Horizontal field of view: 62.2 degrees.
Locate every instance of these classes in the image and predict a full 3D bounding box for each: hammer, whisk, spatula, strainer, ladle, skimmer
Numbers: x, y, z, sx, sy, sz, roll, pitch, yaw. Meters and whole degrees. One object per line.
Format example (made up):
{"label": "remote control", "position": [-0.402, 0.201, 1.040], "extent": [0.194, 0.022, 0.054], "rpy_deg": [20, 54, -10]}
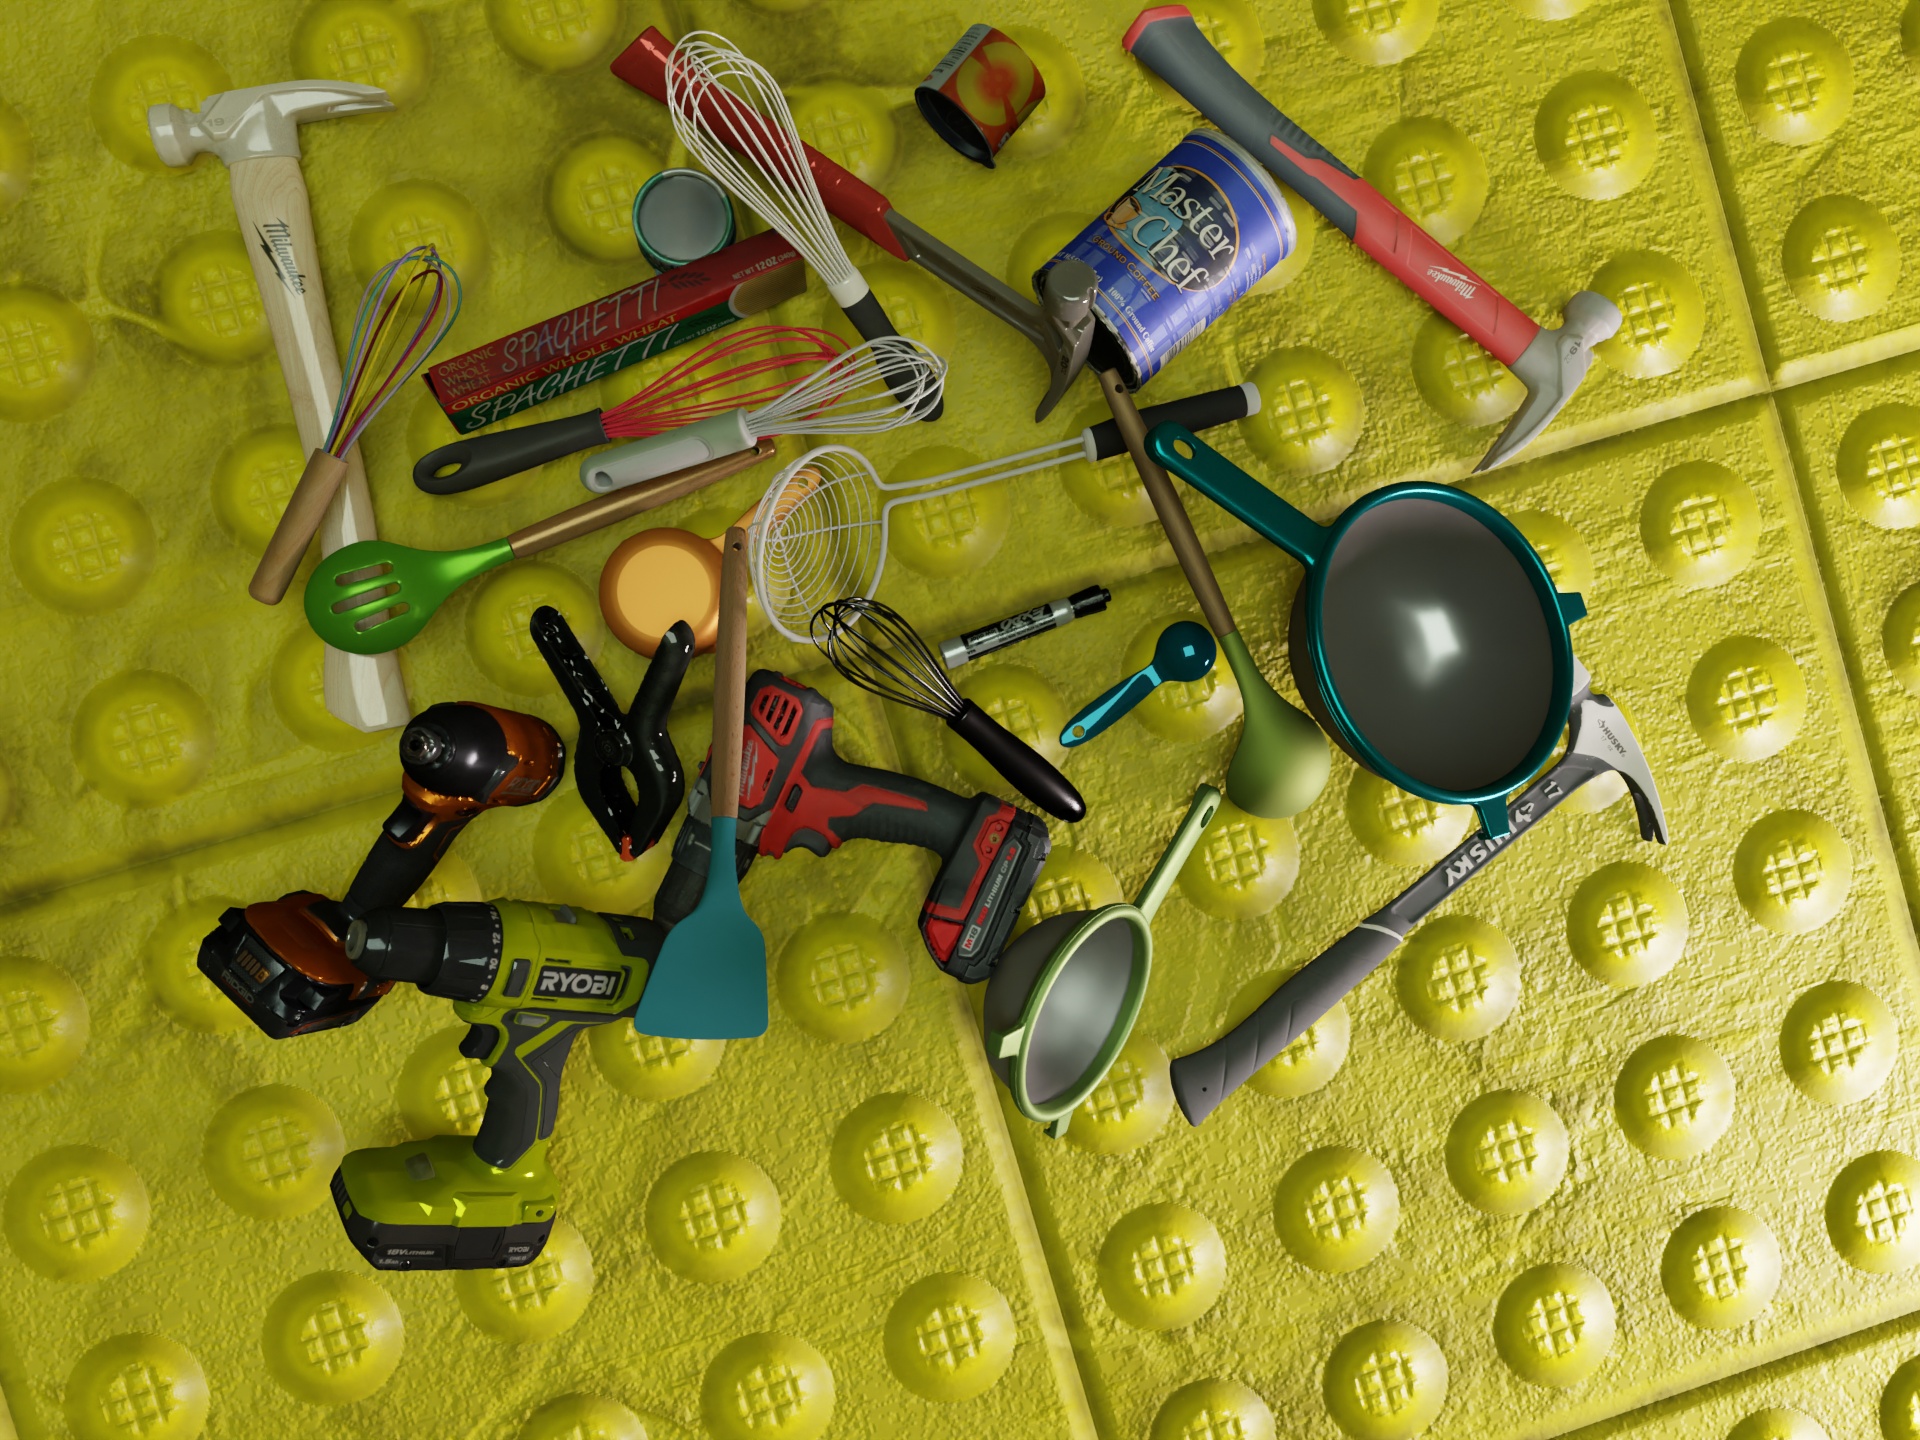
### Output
{"label": "hammer", "position": [0.306, 0.136, 1.091], "extent": [0.409, 0.036, 0.149], "rpy_deg": [-39, 95, -3]}
{"label": "whisk", "position": [-0.002, -0.002, 1.027], "extent": [0.238, 0.055, 0.055], "rpy_deg": [40, 87, -25]}
{"label": "whisk", "position": [-0.376, -0.183, 0.983], "extent": [0.051, 0.047, 0.245], "rpy_deg": [25, 93, -43]}
{"label": "spatula", "position": [-0.149, 0.036, 0.983], "extent": [0.082, 0.044, 0.318], "rpy_deg": [5, 78, -18]}
{"label": "whisk", "position": [-0.210, -0.195, 1.024], "extent": [0.296, 0.073, 0.073], "rpy_deg": [-15, 93, 1]}
{"label": "whisk", "position": [-0.087, -0.294, 0.982], "extent": [0.070, 0.070, 0.284], "rpy_deg": [-41, 126, -3]}
{"label": "whisk", "position": [-0.124, -0.182, 0.978], "extent": [0.246, 0.059, 0.057], "rpy_deg": [-15, 131, 14]}
{"label": "strainer", "position": [0.240, -0.077, 1.032], "extent": [0.340, 0.095, 0.211], "rpy_deg": [33, 68, -14]}
{"label": "strainer", "position": [0.085, 0.137, 1.050], "extent": [0.069, 0.151, 0.256], "rpy_deg": [21, 65, 32]}
{"label": "ladle", "position": [0.159, -0.081, 1.048], "extent": [0.078, 0.062, 0.320], "rpy_deg": [-28, 97, -15]}
{"label": "hammer", "position": [-0.071, -0.328, 1.020], "extent": [0.359, 0.149, 0.037], "rpy_deg": [35, 73, 6]}
{"label": "hammer", "position": [0.258, -0.334, 1.075], "extent": [0.386, 0.038, 0.143], "rpy_deg": [37, 89, -5]}
{"label": "hammer", "position": [-0.398, -0.198, 1.015], "extent": [0.146, 0.038, 0.410], "rpy_deg": [-11, 93, -7]}
{"label": "skimmer", "position": [0.036, -0.150, 1.031], "extent": [0.363, 0.090, 0.127], "rpy_deg": [-17, 126, -8]}

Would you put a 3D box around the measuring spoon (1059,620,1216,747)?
{"label": "measuring spoon", "position": [0.120, -0.021, 1.074], "extent": [0.128, 0.021, 0.042], "rpy_deg": [-36, 94, -5]}

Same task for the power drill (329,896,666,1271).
{"label": "power drill", "position": [-0.296, 0.213, 0.963], "extent": [0.190, 0.080, 0.228], "rpy_deg": [13, 104, -38]}

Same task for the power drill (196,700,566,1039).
{"label": "power drill", "position": [-0.348, 0.082, 0.961], "extent": [0.084, 0.164, 0.226], "rpy_deg": [41, 89, 8]}

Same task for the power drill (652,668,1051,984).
{"label": "power drill", "position": [-0.075, 0.093, 1.033], "extent": [0.226, 0.080, 0.188], "rpy_deg": [26, 88, -3]}

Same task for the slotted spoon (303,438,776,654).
{"label": "slotted spoon", "position": [-0.263, -0.122, 1.016], "extent": [0.314, 0.031, 0.070], "rpy_deg": [-24, 98, -13]}

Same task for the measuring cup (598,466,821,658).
{"label": "measuring cup", "position": [-0.158, -0.109, 1.030], "extent": [0.173, 0.052, 0.095], "rpy_deg": [-41, 94, -1]}
